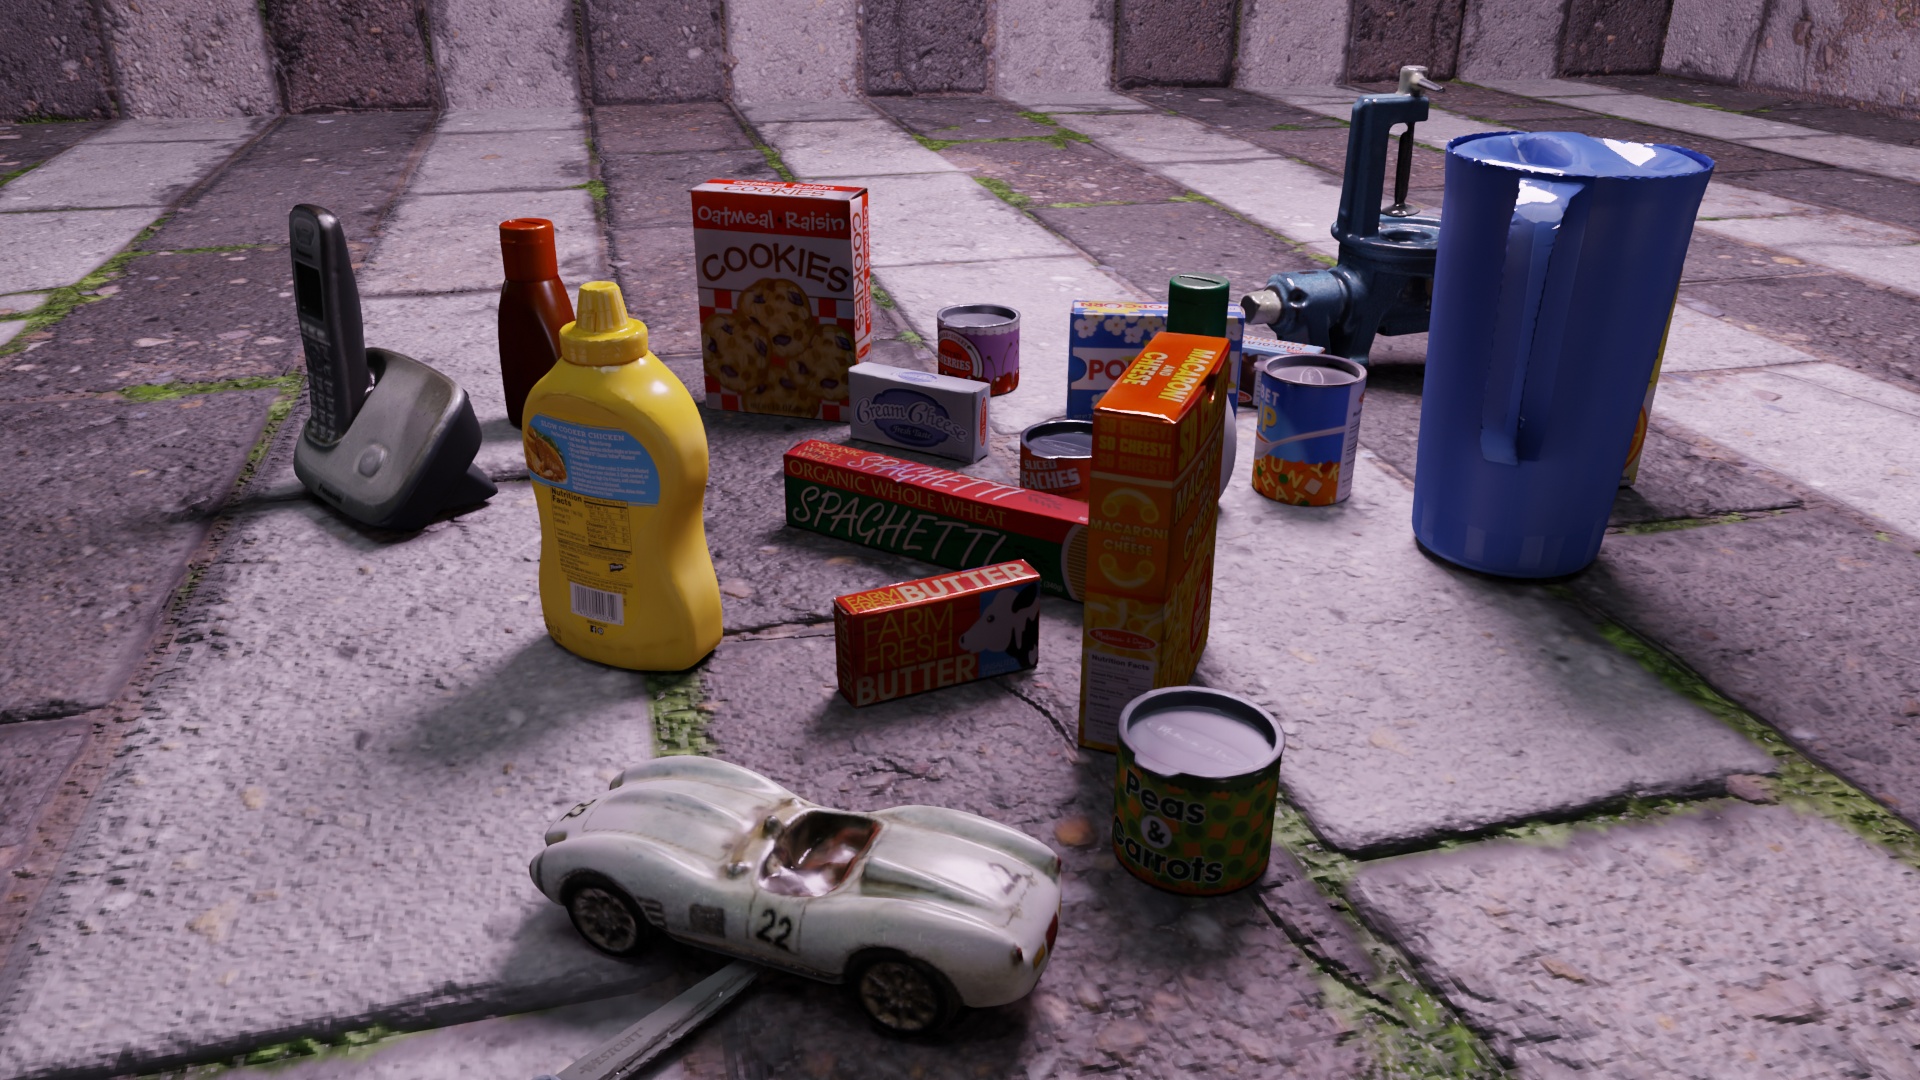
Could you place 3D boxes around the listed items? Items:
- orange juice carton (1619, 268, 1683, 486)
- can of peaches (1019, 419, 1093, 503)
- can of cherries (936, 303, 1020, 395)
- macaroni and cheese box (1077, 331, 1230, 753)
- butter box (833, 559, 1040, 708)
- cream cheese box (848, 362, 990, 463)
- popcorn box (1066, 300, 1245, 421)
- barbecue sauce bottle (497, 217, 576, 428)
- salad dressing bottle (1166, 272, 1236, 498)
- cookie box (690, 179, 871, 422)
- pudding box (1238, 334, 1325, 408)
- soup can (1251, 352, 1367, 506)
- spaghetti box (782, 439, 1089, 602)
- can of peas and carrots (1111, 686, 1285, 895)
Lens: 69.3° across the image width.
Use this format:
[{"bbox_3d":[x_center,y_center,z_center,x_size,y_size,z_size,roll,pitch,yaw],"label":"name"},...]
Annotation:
[{"bbox_3d":[0.410,-0.134,0.911,0.072,0.191,0.073,-3,25,-7],"label":"orange juice carton"},{"bbox_3d":[0.067,-0.036,0.855,0.071,0.057,0.071,0,25,0],"label":"can of peaches"},{"bbox_3d":[0.012,-0.150,1.096,0.071,0.058,0.072,0,25,0],"label":"can of cherries"},{"bbox_3d":[0.093,-0.001,0.654,0.040,0.165,0.124,9,26,18],"label":"macaroni and cheese box"},{"bbox_3d":[-0.010,0.045,0.687,0.104,0.053,0.024,-10,27,-22],"label":"butter box"},{"bbox_3d":[-0.030,-0.090,0.974,0.104,0.053,0.024,13,28,25],"label":"cream cheese box"},{"bbox_3d":[0.143,-0.131,1.026,0.127,0.084,0.038,2,25,3],"label":"popcorn box"},{"bbox_3d":[-0.301,-0.153,0.991,0.065,0.147,0.044,13,28,25],"label":"barbecue sauce bottle"},{"bbox_3d":[0.144,-0.091,0.869,0.064,0.147,0.044,19,31,35],"label":"salad dressing bottle"},{"bbox_3d":[-0.129,-0.176,1.022,0.123,0.166,0.040,7,26,14],"label":"cookie box"},{"bbox_3d":[0.232,-0.128,1.063,0.084,0.049,0.030,13,28,25],"label":"pudding box"},{"bbox_3d":[0.223,-0.073,0.906,0.071,0.083,0.071,0,25,0],"label":"soup can"},{"bbox_3d":[0.003,-0.010,0.808,0.250,0.050,0.029,14,28,27],"label":"spaghetti box"},{"bbox_3d":[0.094,0.102,0.562,0.071,0.058,0.071,0,25,0],"label":"can of peas and carrots"}]
